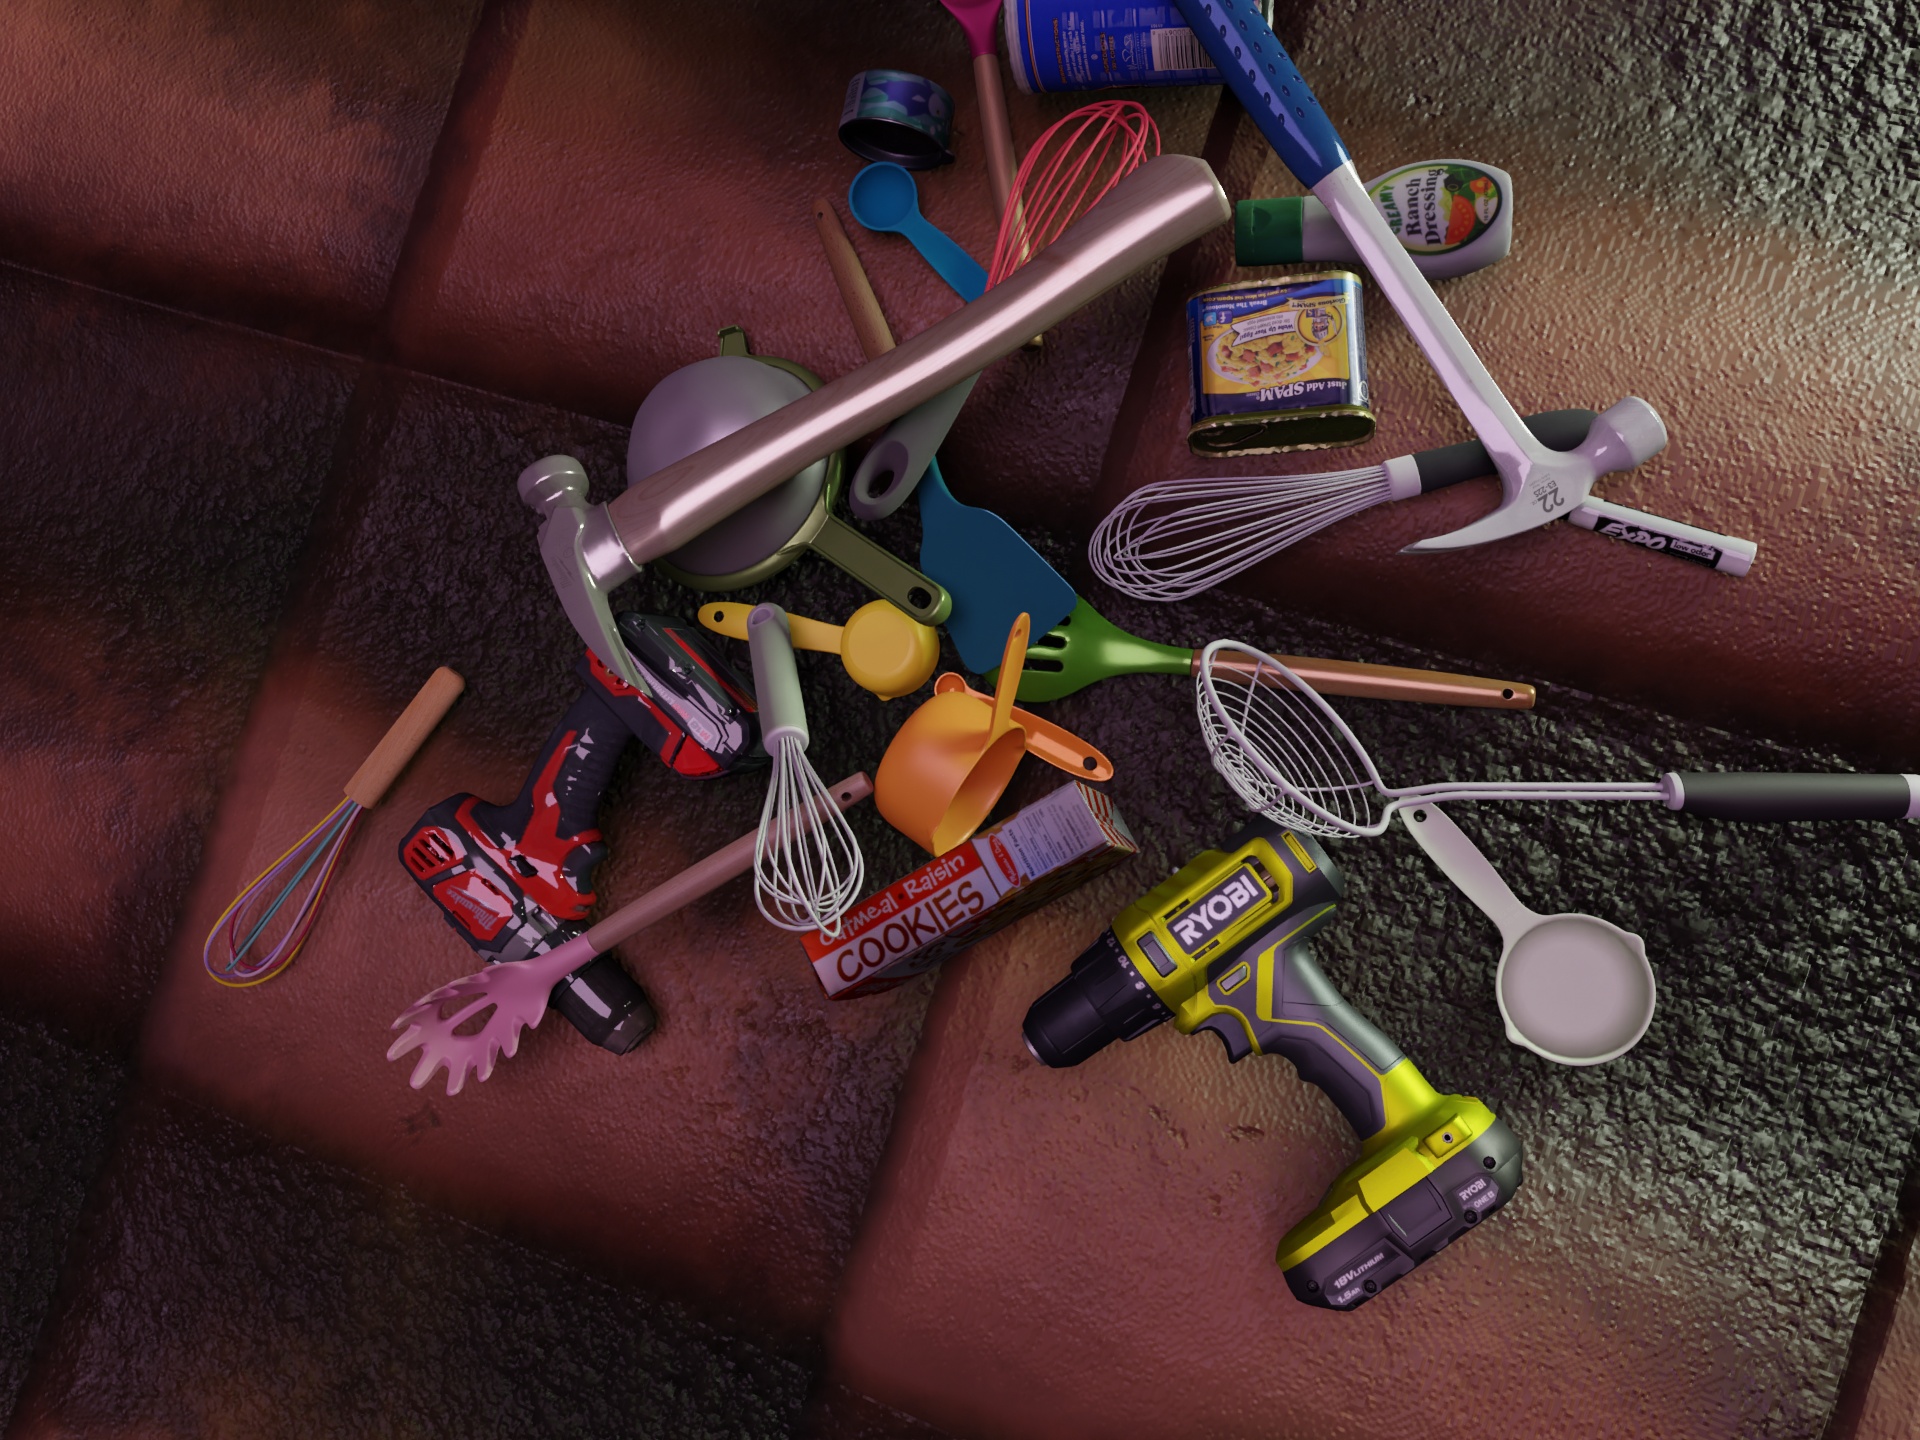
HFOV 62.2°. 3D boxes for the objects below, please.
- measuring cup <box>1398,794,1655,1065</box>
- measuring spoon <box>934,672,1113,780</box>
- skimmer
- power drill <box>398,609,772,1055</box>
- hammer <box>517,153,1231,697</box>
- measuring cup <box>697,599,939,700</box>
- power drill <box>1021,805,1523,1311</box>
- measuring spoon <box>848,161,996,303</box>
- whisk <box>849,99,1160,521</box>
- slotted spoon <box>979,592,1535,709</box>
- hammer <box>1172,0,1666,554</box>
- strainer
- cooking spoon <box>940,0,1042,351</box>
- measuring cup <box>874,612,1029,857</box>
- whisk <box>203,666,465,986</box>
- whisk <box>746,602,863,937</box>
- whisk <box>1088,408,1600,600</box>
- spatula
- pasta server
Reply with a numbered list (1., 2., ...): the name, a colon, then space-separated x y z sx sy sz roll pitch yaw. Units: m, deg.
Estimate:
1. measuring cup: 0.289 0.105 0.834 0.083 0.038 0.168 -40 71 7
2. measuring spoon: 0.037 0.004 0.920 0.117 0.011 0.021 28 95 11
3. skimmer: 0.300 0.012 0.799 0.363 0.127 0.090 1 122 5
4. power drill: -0.202 0.067 0.938 0.188 0.080 0.226 44 99 7
5. hammer: -0.039 -0.168 0.849 0.410 0.038 0.146 -29 71 7
6. measuring cup: -0.090 -0.052 0.945 0.156 0.029 0.062 11 87 15
7. power drill: 0.160 0.185 0.836 0.190 0.080 0.229 -38 74 6
8. measuring spoon: -0.015 -0.285 0.963 0.042 0.021 0.128 -45 85 5
9. whisk: 0.023 -0.233 0.895 0.073 0.073 0.296 30 79 15
10. slotted spoon: 0.155 -0.032 0.885 0.314 0.031 0.070 7 88 13
11. hammer: 0.192 -0.270 0.822 0.144 0.035 0.405 -34 90 0
12. strainer: -0.110 -0.129 0.910 0.257 0.069 0.151 36 92 29
13. cooking spoon: 0.019 -0.375 0.960 0.069 0.017 0.319 -10 81 8
14. measuring cup: -0.001 -0.003 0.859 0.052 0.095 0.173 32 136 18
15. whisk: -0.391 0.068 1.006 0.047 0.051 0.245 37 89 -6
16. whisk: -0.092 0.018 0.855 0.058 0.059 0.247 -24 44 8
17. whisk: 0.208 -0.125 0.869 0.284 0.070 0.070 -15 81 7
18. spatula: -0.028 -0.181 0.931 0.082 0.044 0.318 -35 64 31
19. pasta server: -0.183 0.114 0.886 0.316 0.040 0.060 -30 107 11
